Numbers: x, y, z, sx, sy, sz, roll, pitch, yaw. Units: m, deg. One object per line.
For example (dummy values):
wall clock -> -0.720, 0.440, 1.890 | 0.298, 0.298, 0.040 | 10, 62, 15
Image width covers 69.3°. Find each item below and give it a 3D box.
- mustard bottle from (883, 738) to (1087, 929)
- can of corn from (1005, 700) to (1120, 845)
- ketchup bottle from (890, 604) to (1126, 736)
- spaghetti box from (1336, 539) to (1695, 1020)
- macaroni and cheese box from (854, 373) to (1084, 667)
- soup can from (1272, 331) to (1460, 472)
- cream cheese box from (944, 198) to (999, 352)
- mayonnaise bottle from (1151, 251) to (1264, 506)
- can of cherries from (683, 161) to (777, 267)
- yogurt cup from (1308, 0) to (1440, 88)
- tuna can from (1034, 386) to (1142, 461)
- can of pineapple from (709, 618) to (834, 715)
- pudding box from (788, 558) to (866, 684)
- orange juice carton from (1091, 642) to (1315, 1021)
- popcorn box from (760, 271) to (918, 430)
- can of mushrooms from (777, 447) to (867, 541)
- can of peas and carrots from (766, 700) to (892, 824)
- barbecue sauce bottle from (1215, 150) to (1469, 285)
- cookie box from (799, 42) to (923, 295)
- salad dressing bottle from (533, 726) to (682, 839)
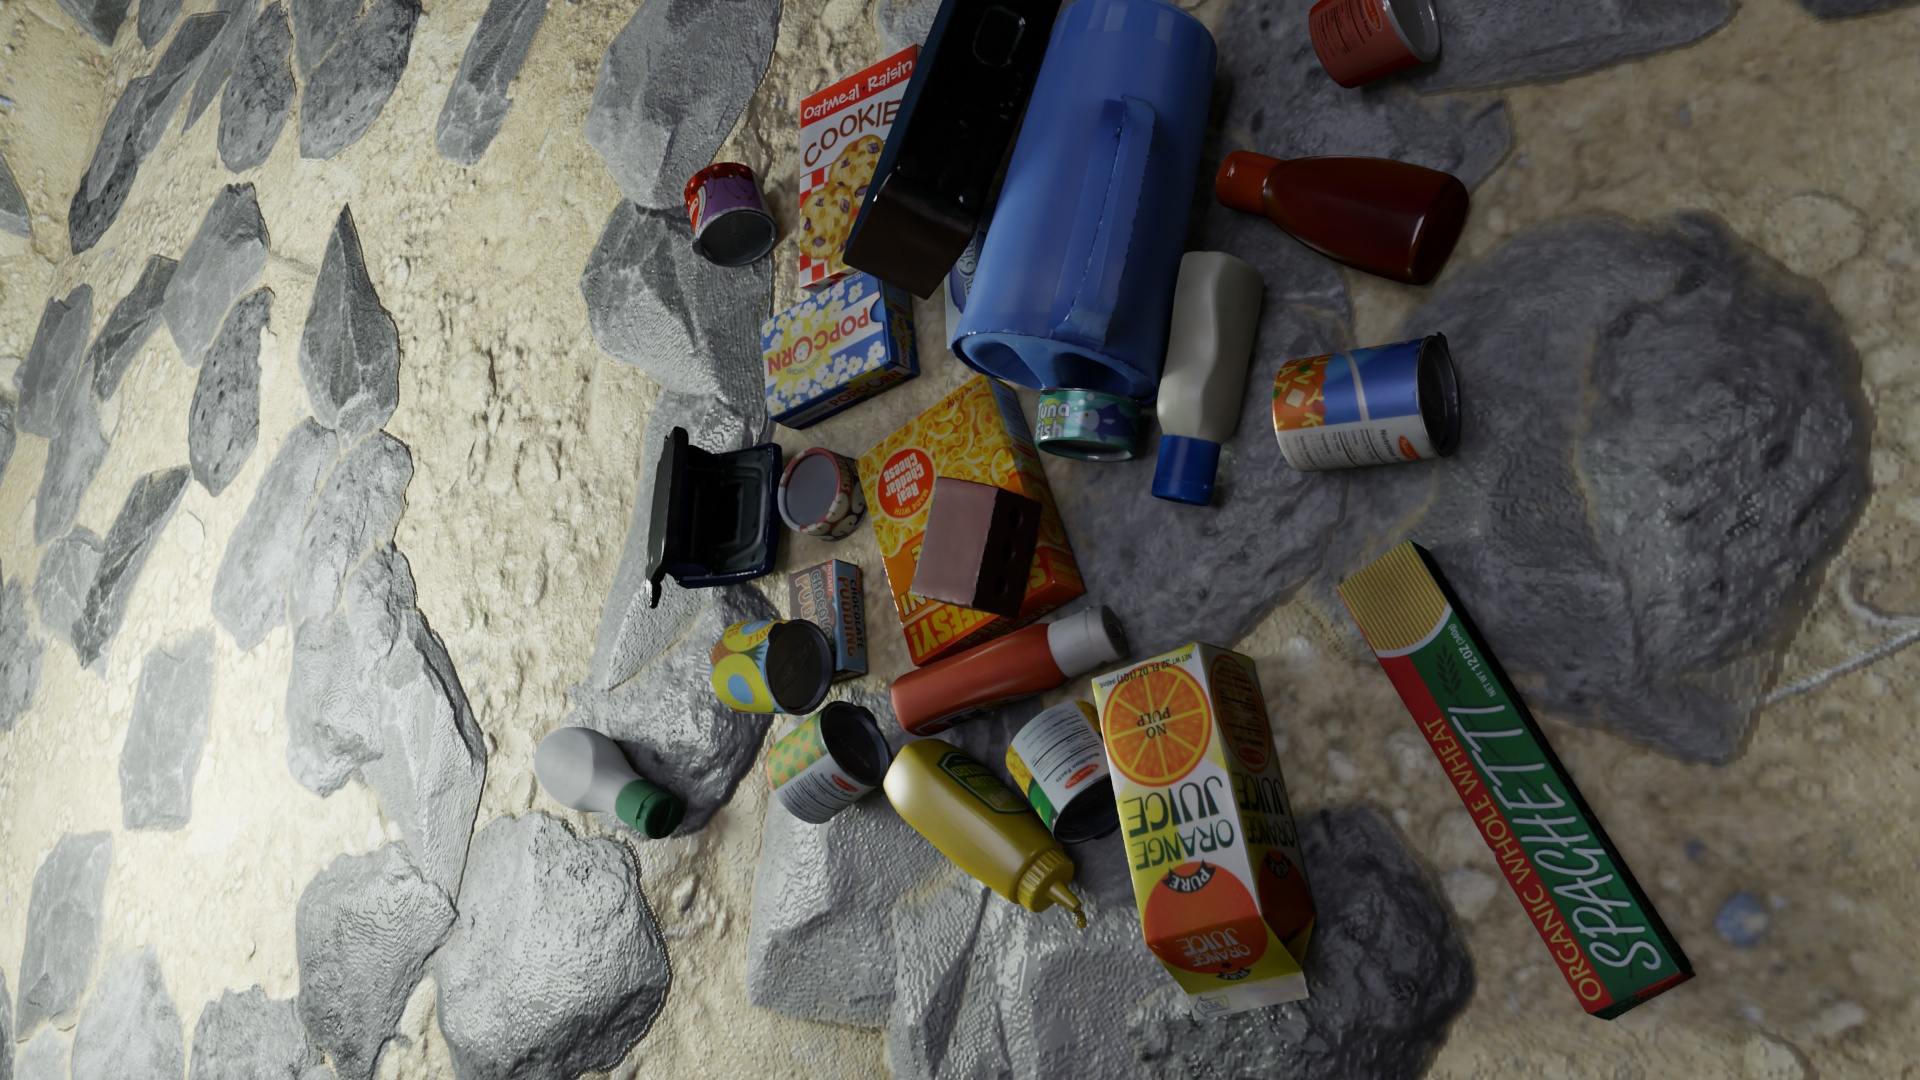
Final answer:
mustard bottle -> 0.023, 0.184, 0.861 | 0.160, 0.065, 0.048 | 36, 106, 33
can of corn -> 0.069, 0.140, 0.834 | 0.071, 0.071, 0.058 | -50, 51, 17
ketchup bottle -> 0.032, 0.082, 0.883 | 0.148, 0.065, 0.043 | -24, 77, 22
spaghetti box -> 0.274, 0.113, 0.704 | 0.050, 0.028, 0.251 | -39, 57, 25
macaroni and cheese box -> 0.003, -0.012, 0.943 | 0.123, 0.040, 0.167 | -32, 59, 27
soup can -> 0.226, -0.077, 0.771 | 0.083, 0.071, 0.071 | -5, 75, 37
cream cheese box -> 0.015, -0.186, 0.993 | 0.053, 0.024, 0.104 | -16, 68, 36
mayonnaise bottle -> 0.147, -0.096, 0.842 | 0.041, 0.065, 0.148 | 10, 88, 39
can of cherries -> -0.193, -0.269, 1.148 | 0.071, 0.071, 0.058 | -35, 59, 26
yogurt cup -> 0.243, -0.304, 0.822 | 0.054, 0.072, 0.072 | -19, 66, 42
tuna can -> 0.079, -0.073, 0.881 | 0.071, 0.071, 0.033 | 1, 80, 38
can of pineapple -> -0.131, 0.086, 0.962 | 0.058, 0.071, 0.071 | -5, 75, 38
pudding box -> -0.096, 0.061, 1.007 | 0.049, 0.030, 0.084 | -17, 68, 33
orange juice carton -> 0.138, 0.160, 0.768 | 0.071, 0.073, 0.193 | -24, 65, 31
popcorn box -> -0.094, -0.146, 1.058 | 0.126, 0.038, 0.085 | -21, 64, 33
can of mushrooms -> -0.101, -0.036, 1.036 | 0.071, 0.033, 0.071 | -12, 70, 36
can of peas and carrots -> -0.090, 0.151, 0.956 | 0.058, 0.071, 0.071 | -38, 58, 25
barbecue sauce bottle -> 0.220, -0.200, 0.824 | 0.149, 0.043, 0.065 | 29, 96, 40
cookie box -> -0.067, -0.283, 1.074 | 0.122, 0.040, 0.168 | -13, 71, 35
salad dressing bottle -> -0.281, 0.195, 1.107 | 0.148, 0.044, 0.064 | 18, 88, 39
